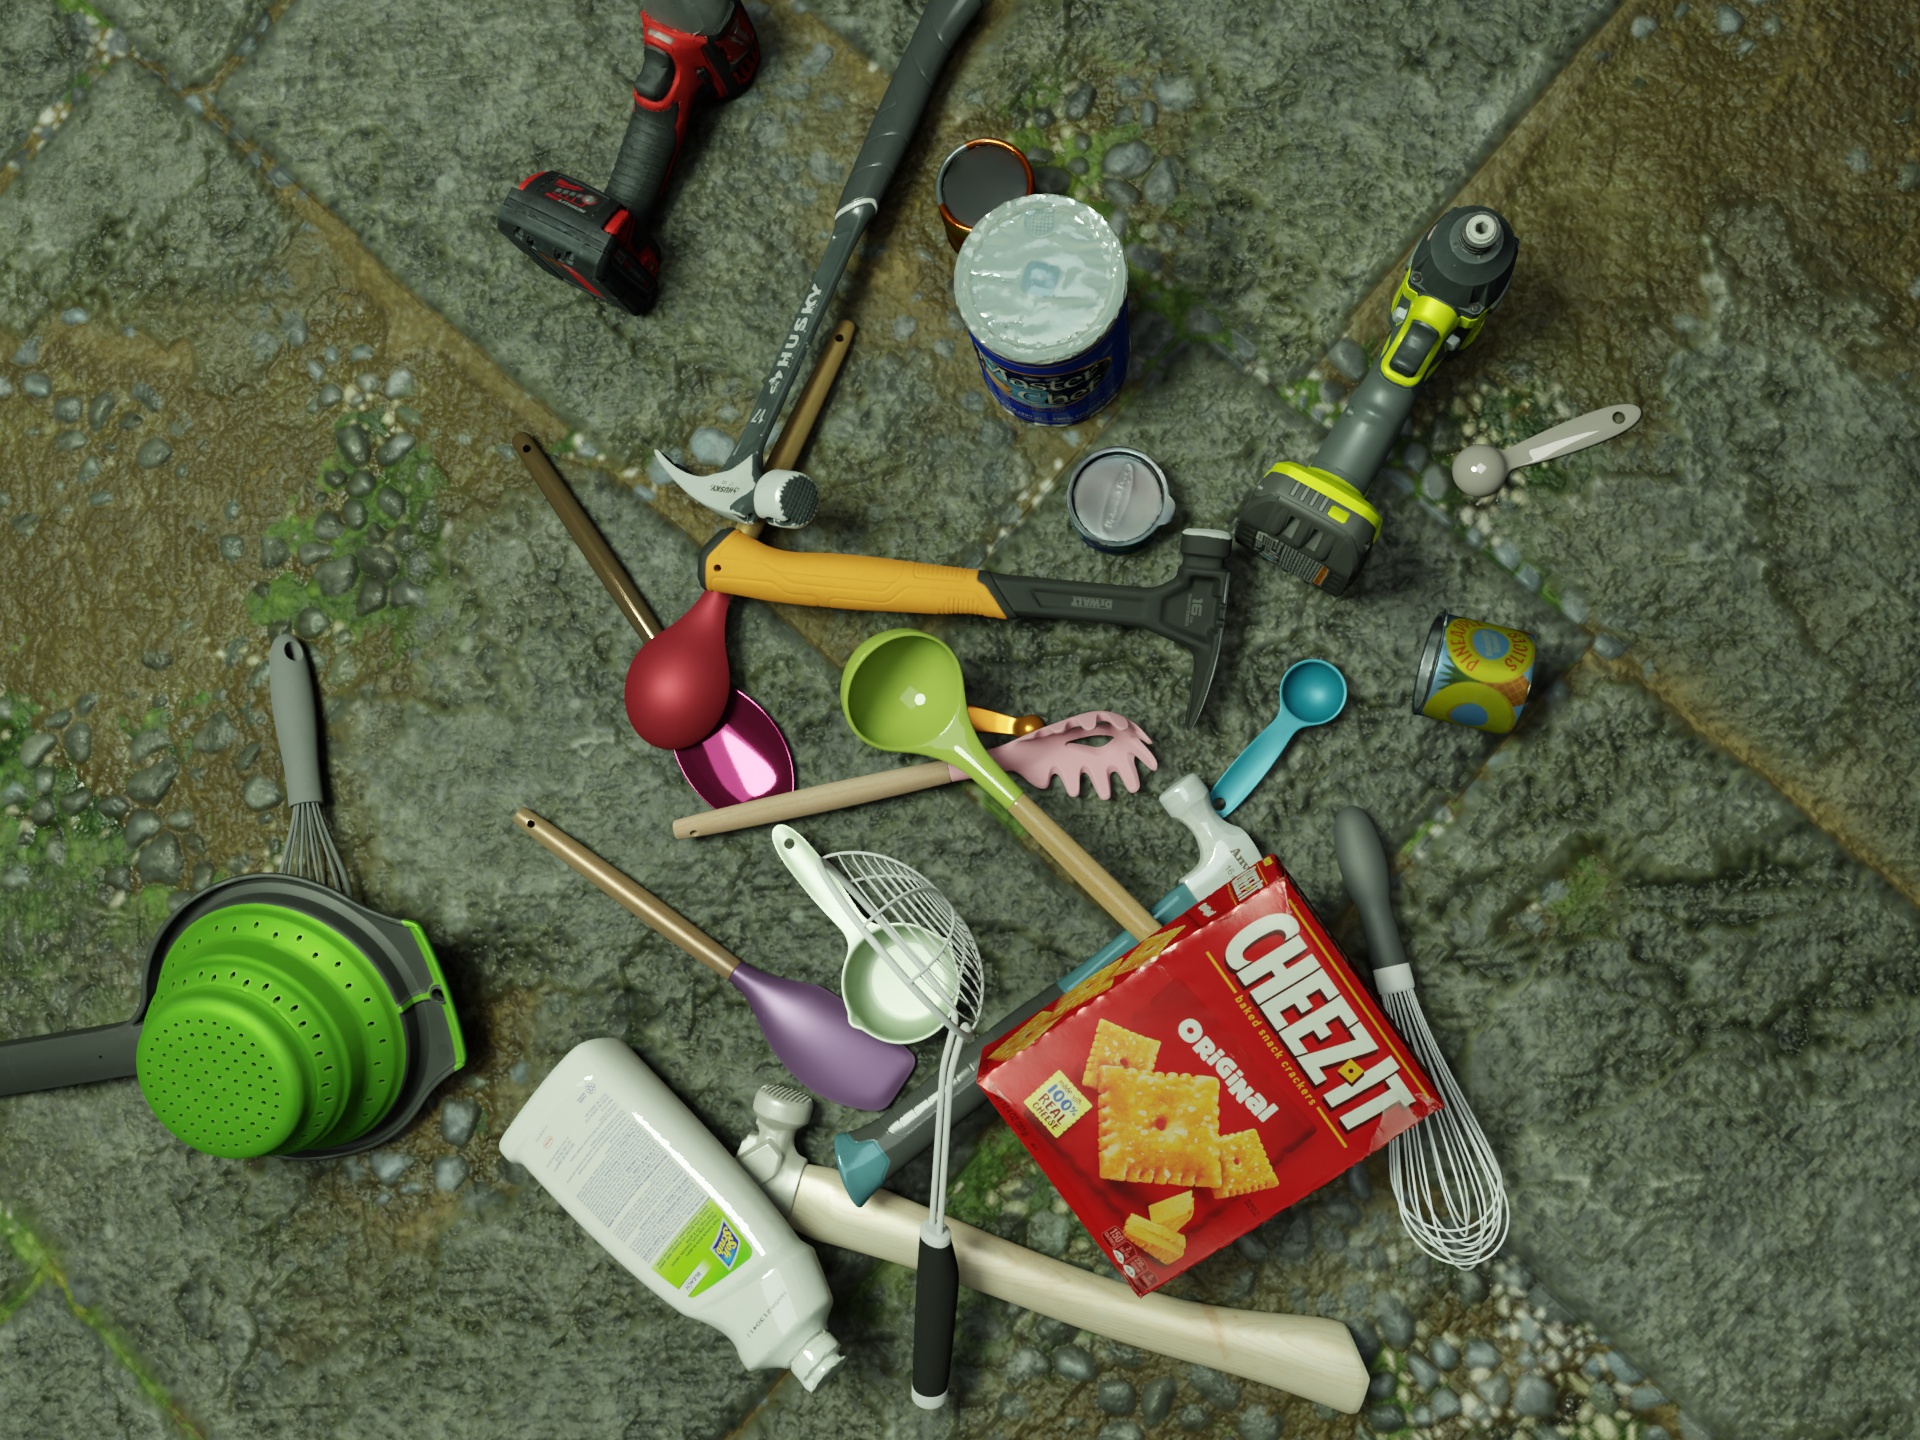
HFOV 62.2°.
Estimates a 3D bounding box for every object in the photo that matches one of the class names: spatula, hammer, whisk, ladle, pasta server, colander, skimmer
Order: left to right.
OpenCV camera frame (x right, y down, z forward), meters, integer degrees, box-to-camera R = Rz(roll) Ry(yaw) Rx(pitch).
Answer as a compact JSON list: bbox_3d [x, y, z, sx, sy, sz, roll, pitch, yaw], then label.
[{"bbox_3d":[-0.522,0.222,1.024,0.397,0.094,0.204,-11,104,13],"label":"colander"},{"bbox_3d":[-0.447,0.056,1.079,0.055,0.055,0.239,-12,79,6],"label":"whisk"},{"bbox_3d":[-0.170,0.152,1.048,0.316,0.018,0.060,35,83,8],"label":"spatula"},{"bbox_3d":[-0.139,-0.128,1.059,0.069,0.031,0.315,24,82,2],"label":"ladle"},{"bbox_3d":[-0.080,-0.318,1.056,0.149,0.036,0.409,14,78,43],"label":"hammer"},{"bbox_3d":[-0.040,0.246,0.910,0.090,0.127,0.363,-4,110,-19],"label":"skimmer"},{"bbox_3d":[-0.033,0.043,1.026,0.316,0.040,0.060,-12,128,4],"label":"pasta server"},{"bbox_3d":[-0.001,-0.074,1.015,0.337,0.034,0.127,6,100,4],"label":"hammer"},{"bbox_3d":[0.046,0.359,0.993,0.410,0.038,0.146,16,88,8],"label":"hammer"},{"bbox_3d":[0.052,0.068,0.962,0.320,0.062,0.078,45,91,5],"label":"ladle"},{"bbox_3d":[0.056,0.182,0.989,0.331,0.033,0.128,-37,87,-6],"label":"hammer"},{"bbox_3d":[0.273,0.190,0.973,0.070,0.070,0.285,-14,79,5],"label":"whisk"}]

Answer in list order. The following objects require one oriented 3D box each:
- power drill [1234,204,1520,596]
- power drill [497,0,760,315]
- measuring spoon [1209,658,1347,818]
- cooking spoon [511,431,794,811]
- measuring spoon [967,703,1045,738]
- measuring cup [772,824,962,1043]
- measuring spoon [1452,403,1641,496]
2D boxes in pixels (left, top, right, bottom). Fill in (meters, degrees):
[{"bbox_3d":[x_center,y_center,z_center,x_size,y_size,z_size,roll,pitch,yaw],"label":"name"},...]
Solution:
[{"bbox_3d":[0.255,-0.194,0.956,0.080,0.171,0.223,30,92,8],"label":"power drill"},{"bbox_3d":[-0.210,-0.392,1.045,0.078,0.143,0.219,27,91,6],"label":"power drill"},{"bbox_3d":[0.198,0.015,1.021,0.042,0.021,0.128,39,99,5],"label":"measuring spoon"},{"bbox_3d":[-0.214,-0.067,1.075,0.069,0.017,0.319,-35,82,-2],"label":"cooking spoon"},{"bbox_3d":[-0.002,-0.003,1.046,0.117,0.011,0.021,11,86,8],"label":"measuring spoon"},{"bbox_3d":[-0.064,0.133,1.028,0.083,0.038,0.168,-40,80,2],"label":"measuring cup"},{"bbox_3d":[0.375,-0.177,1.013,0.124,0.018,0.034,-21,82,4],"label":"measuring spoon"}]
